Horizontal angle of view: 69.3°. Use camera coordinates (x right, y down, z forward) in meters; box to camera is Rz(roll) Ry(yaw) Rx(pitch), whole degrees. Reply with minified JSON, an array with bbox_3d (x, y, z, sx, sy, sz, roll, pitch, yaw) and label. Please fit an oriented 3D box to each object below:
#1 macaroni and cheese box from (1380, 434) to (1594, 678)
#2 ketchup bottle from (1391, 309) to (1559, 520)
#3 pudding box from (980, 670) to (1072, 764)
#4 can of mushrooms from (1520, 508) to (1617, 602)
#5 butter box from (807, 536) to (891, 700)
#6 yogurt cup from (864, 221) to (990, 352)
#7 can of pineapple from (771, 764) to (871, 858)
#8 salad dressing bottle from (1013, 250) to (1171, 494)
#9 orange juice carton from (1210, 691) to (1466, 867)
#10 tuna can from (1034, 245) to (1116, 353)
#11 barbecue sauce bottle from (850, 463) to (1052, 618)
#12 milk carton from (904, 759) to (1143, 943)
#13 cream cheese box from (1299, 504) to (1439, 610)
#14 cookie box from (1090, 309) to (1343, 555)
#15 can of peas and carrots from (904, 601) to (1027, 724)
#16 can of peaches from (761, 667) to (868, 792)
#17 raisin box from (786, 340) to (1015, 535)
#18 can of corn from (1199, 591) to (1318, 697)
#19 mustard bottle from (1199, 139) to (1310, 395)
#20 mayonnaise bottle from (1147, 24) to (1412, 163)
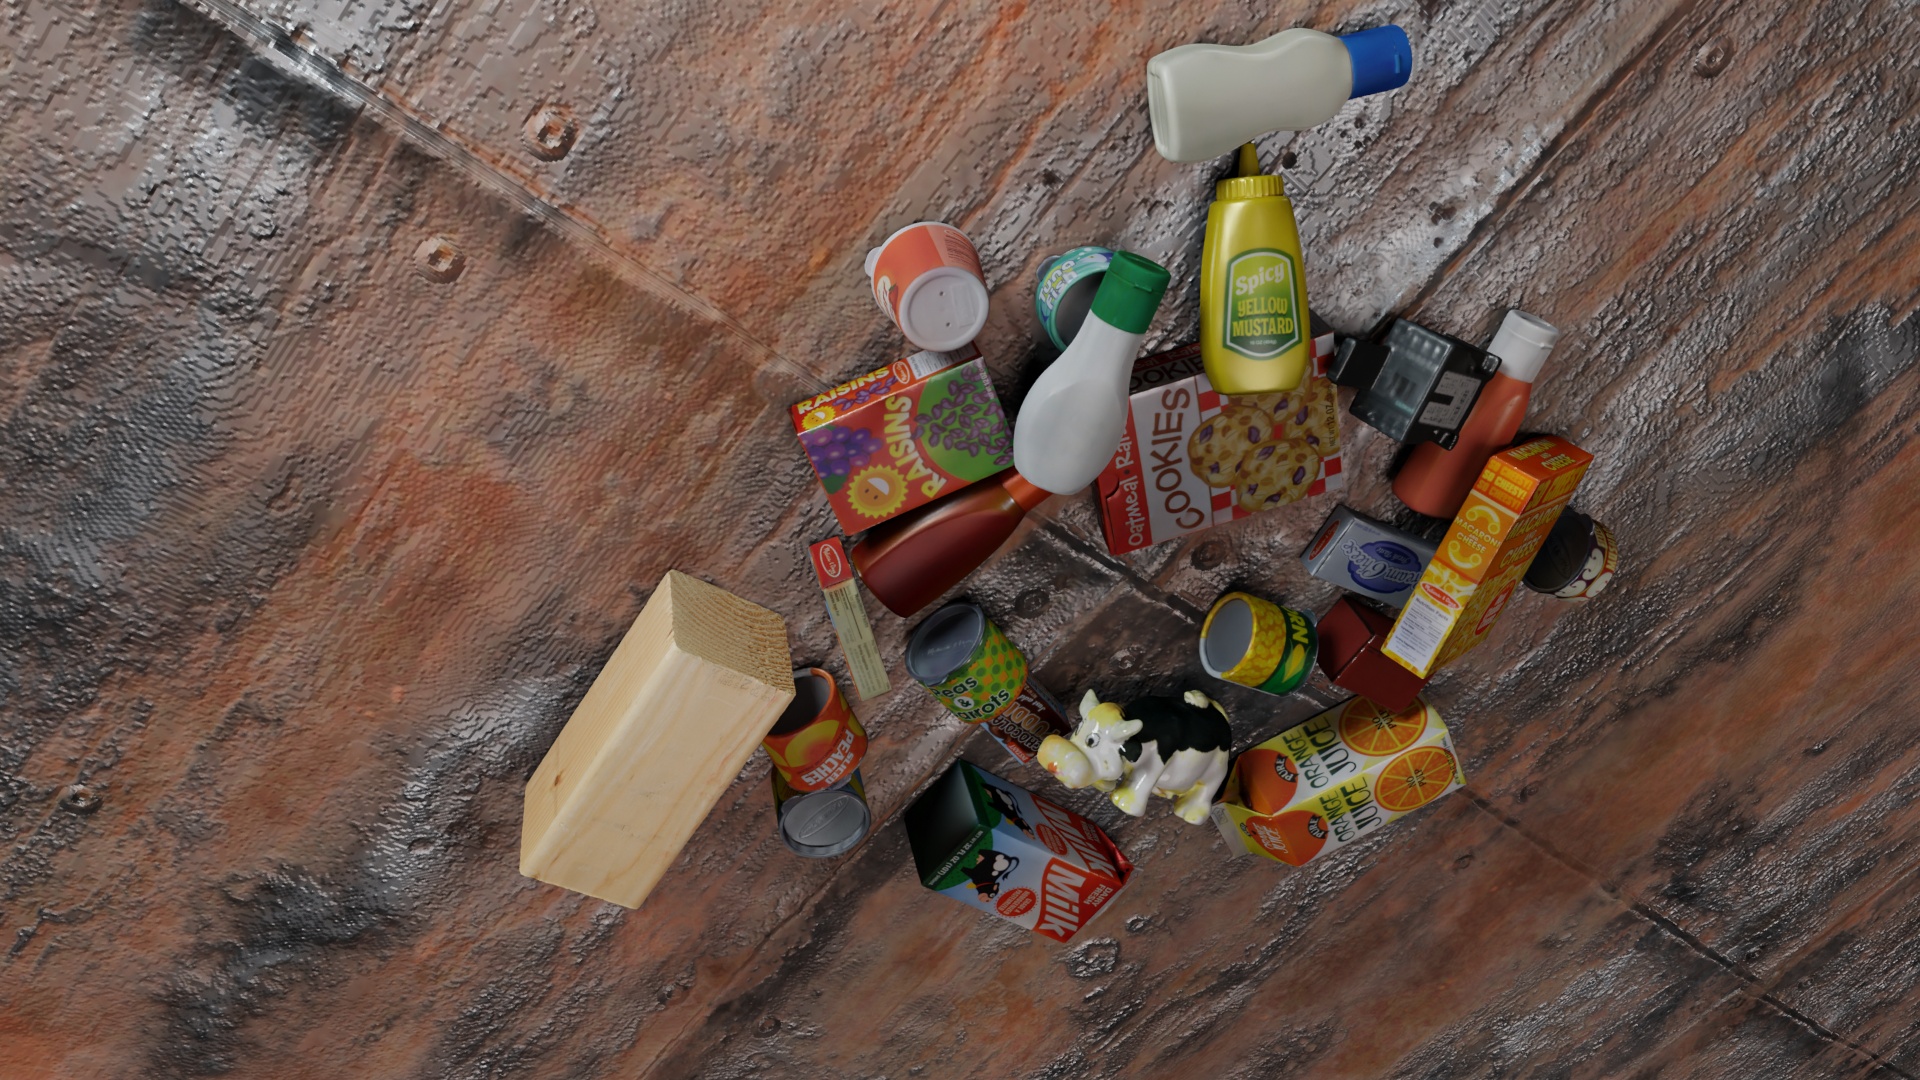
[{"bbox_3d":[0.378,0.009,0.996,0.124,0.040,0.165,-15,133,-48],"label":"macaroni and cheese box"},{"bbox_3d":[0.360,-0.086,0.962,0.065,0.044,0.148,5,121,-32],"label":"ketchup bottle"},{"bbox_3d":[0.039,0.122,1.019,0.049,0.030,0.083,-35,124,10],"label":"pudding box"},{"bbox_3d":[0.453,0.010,1.035,0.033,0.071,0.070,18,116,-25],"label":"can of mushrooms"},{"bbox_3d":[-0.074,0.053,0.931,0.024,0.053,0.103,-19,126,-5],"label":"butter box"},{"bbox_3d":[-0.015,-0.146,0.815,0.072,0.054,0.072,-8,124,-11],"label":"yogurt cup"},{"bbox_3d":[-0.103,0.185,1.006,0.071,0.058,0.070,-7,124,-11],"label":"can of pineapple"},{"bbox_3d":[0.080,-0.100,0.836,0.064,0.044,0.147,18,115,-13],"label":"salad dressing bottle"},{"bbox_3d":[0.294,0.192,1.108,0.193,0.073,0.071,-27,126,4],"label":"orange juice carton"},{"bbox_3d":[0.080,-0.146,0.854,0.071,0.033,0.070,-7,124,-11],"label":"tuna can"},{"bbox_3d":[0.003,-0.011,0.915,0.148,0.044,0.064,-36,133,9],"label":"barbecue sauce bottle"},{"bbox_3d":[0.056,0.250,1.082,0.190,0.074,0.072,31,110,-30],"label":"milk carton"},{"bbox_3d":[0.308,0.014,1.026,0.104,0.024,0.053,19,116,-25],"label":"cream cheese box"},{"bbox_3d":[0.166,-0.070,0.922,0.167,0.040,0.122,-17,125,-4],"label":"cookie box"},{"bbox_3d":[0.005,0.087,0.963,0.071,0.071,0.058,-36,125,10],"label":"can of peas and carrots"},{"bbox_3d":[-0.104,0.132,0.963,0.071,0.071,0.057,-24,124,1],"label":"can of peaches"},{"bbox_3d":[-0.034,-0.067,0.871,0.123,0.040,0.085,-24,126,-1],"label":"raisin box"},{"bbox_3d":[0.218,0.074,1.015,0.058,0.071,0.071,18,116,-24],"label":"can of corn"},{"bbox_3d":[0.175,-0.169,0.839,0.065,0.049,0.160,-5,101,-2],"label":"mustard bottle"},{"bbox_3d":[0.184,-0.263,0.800,0.148,0.041,0.064,-15,118,-7],"label":"mayonnaise bottle"}]
